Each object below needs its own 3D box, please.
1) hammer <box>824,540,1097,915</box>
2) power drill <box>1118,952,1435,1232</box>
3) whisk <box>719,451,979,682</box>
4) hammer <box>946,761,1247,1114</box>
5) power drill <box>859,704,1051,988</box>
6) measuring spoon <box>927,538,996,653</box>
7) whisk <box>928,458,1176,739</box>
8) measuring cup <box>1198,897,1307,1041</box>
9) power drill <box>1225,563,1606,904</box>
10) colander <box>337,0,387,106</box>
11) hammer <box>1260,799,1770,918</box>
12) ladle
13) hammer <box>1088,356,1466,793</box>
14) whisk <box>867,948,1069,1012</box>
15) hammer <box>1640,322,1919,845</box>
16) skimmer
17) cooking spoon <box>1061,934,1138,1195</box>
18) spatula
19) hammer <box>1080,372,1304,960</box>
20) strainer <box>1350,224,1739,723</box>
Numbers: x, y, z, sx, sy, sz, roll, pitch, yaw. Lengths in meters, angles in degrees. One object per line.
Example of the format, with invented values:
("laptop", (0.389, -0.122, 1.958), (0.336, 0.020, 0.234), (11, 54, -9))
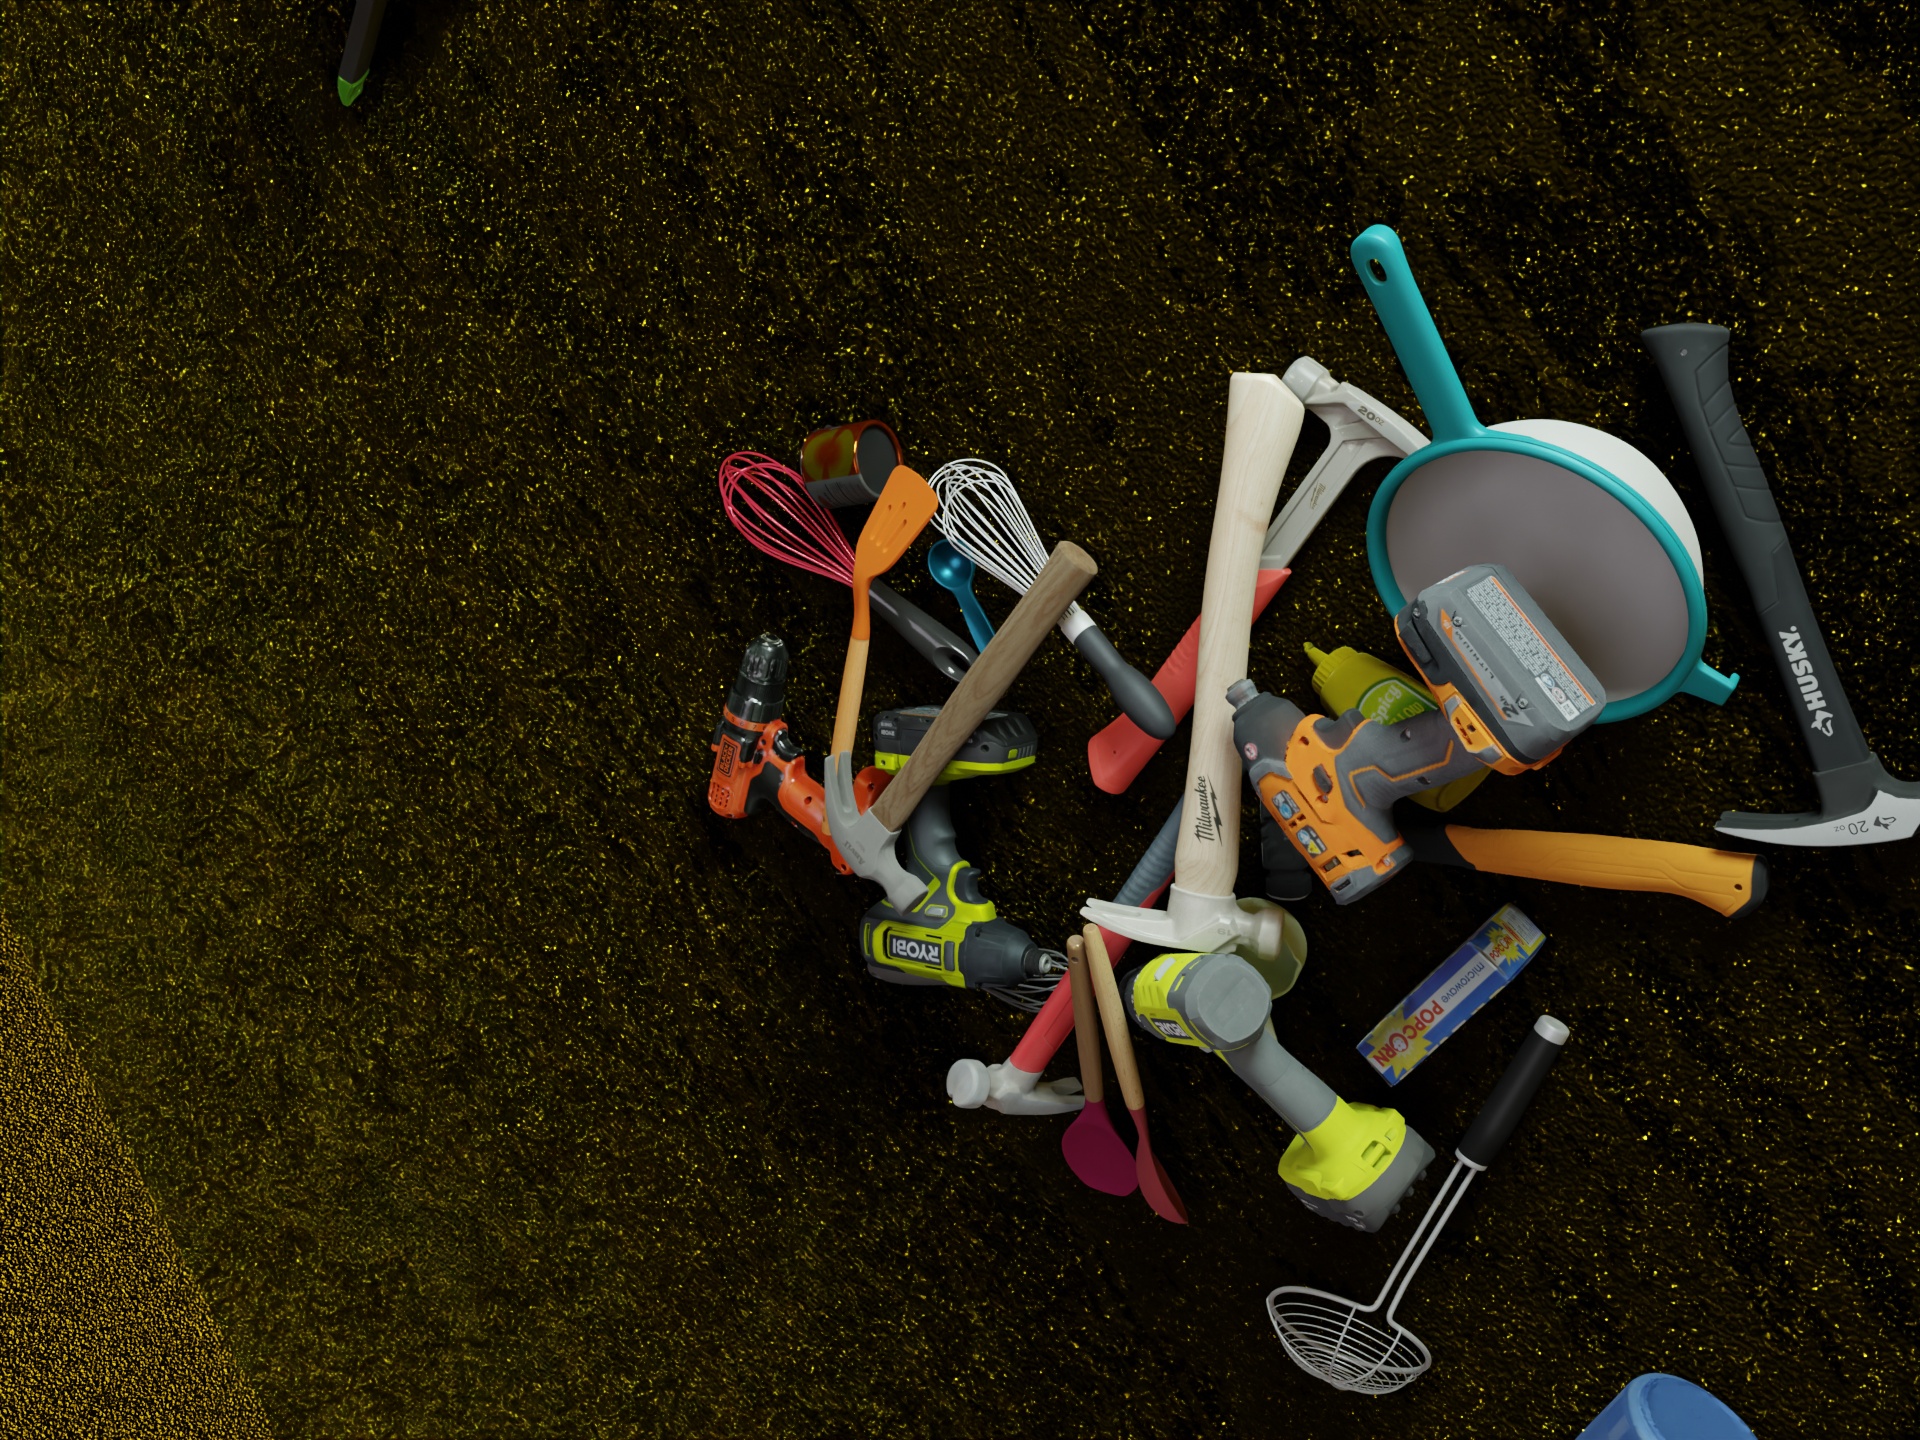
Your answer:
("hammer", (-0.002, -0.004, 1.219), (0.130, 0.031, 0.331), (45, 119, 17))
("power drill", (0.217, 0.259, 1.166), (0.228, 0.080, 0.190), (45, 164, -4))
("whisk", (-0.094, -0.126, 1.333), (0.296, 0.073, 0.073), (40, 123, 11))
("hammer", (0.137, 0.160, 1.246), (0.386, 0.143, 0.038), (-59, 42, 21))
("power drill", (-0.001, 0.105, 1.303), (0.171, 0.080, 0.223), (5, 100, 34))
("measuring spoon", (0.015, -0.090, 1.294), (0.042, 0.021, 0.128), (-18, 103, 37))
("whisk", (0.071, -0.094, 1.205), (0.285, 0.070, 0.070), (51, 126, 19))
("measuring cup", (0.235, 0.208, 1.223), (0.083, 0.038, 0.167), (4, 122, 33))
("power drill", (0.266, 0.001, 0.998), (0.164, 0.084, 0.226), (55, 139, 12))
("colander", (-0.471, -0.666, 1.403), (0.094, 0.205, 0.397), (31, 145, -16))
("hammer", (0.365, 0.081, 1.086), (0.337, 0.034, 0.127), (5, 108, 34))
("ladle", (0.133, 0.280, 1.238), (0.031, 0.069, 0.315), (-19, 121, -3))
("hammer", (0.204, -0.074, 1.150), (0.149, 0.036, 0.359), (43, 124, 17))
("whisk", (0.009, 0.219, 1.375), (0.239, 0.055, 0.055), (-3, 103, 41))
("hammer", (0.481, -0.082, 0.954), (0.146, 0.035, 0.335), (-21, 92, 37))
("skimmer", (0.348, 0.360, 1.185), (0.127, 0.090, 0.363), (26, 108, 6))
("cooking spoon", (0.106, 0.284, 1.274), (0.069, 0.017, 0.318), (10, 133, 23))
("spatula", (-0.077, -0.046, 1.297), (0.081, 0.041, 0.322), (48, 134, 50))
("hammer", (0.174, -0.034, 1.114), (0.146, 0.038, 0.410), (8, 105, 14))
("strainer", (0.332, -0.157, 0.951), (0.211, 0.095, 0.340), (-2, 126, 54))
